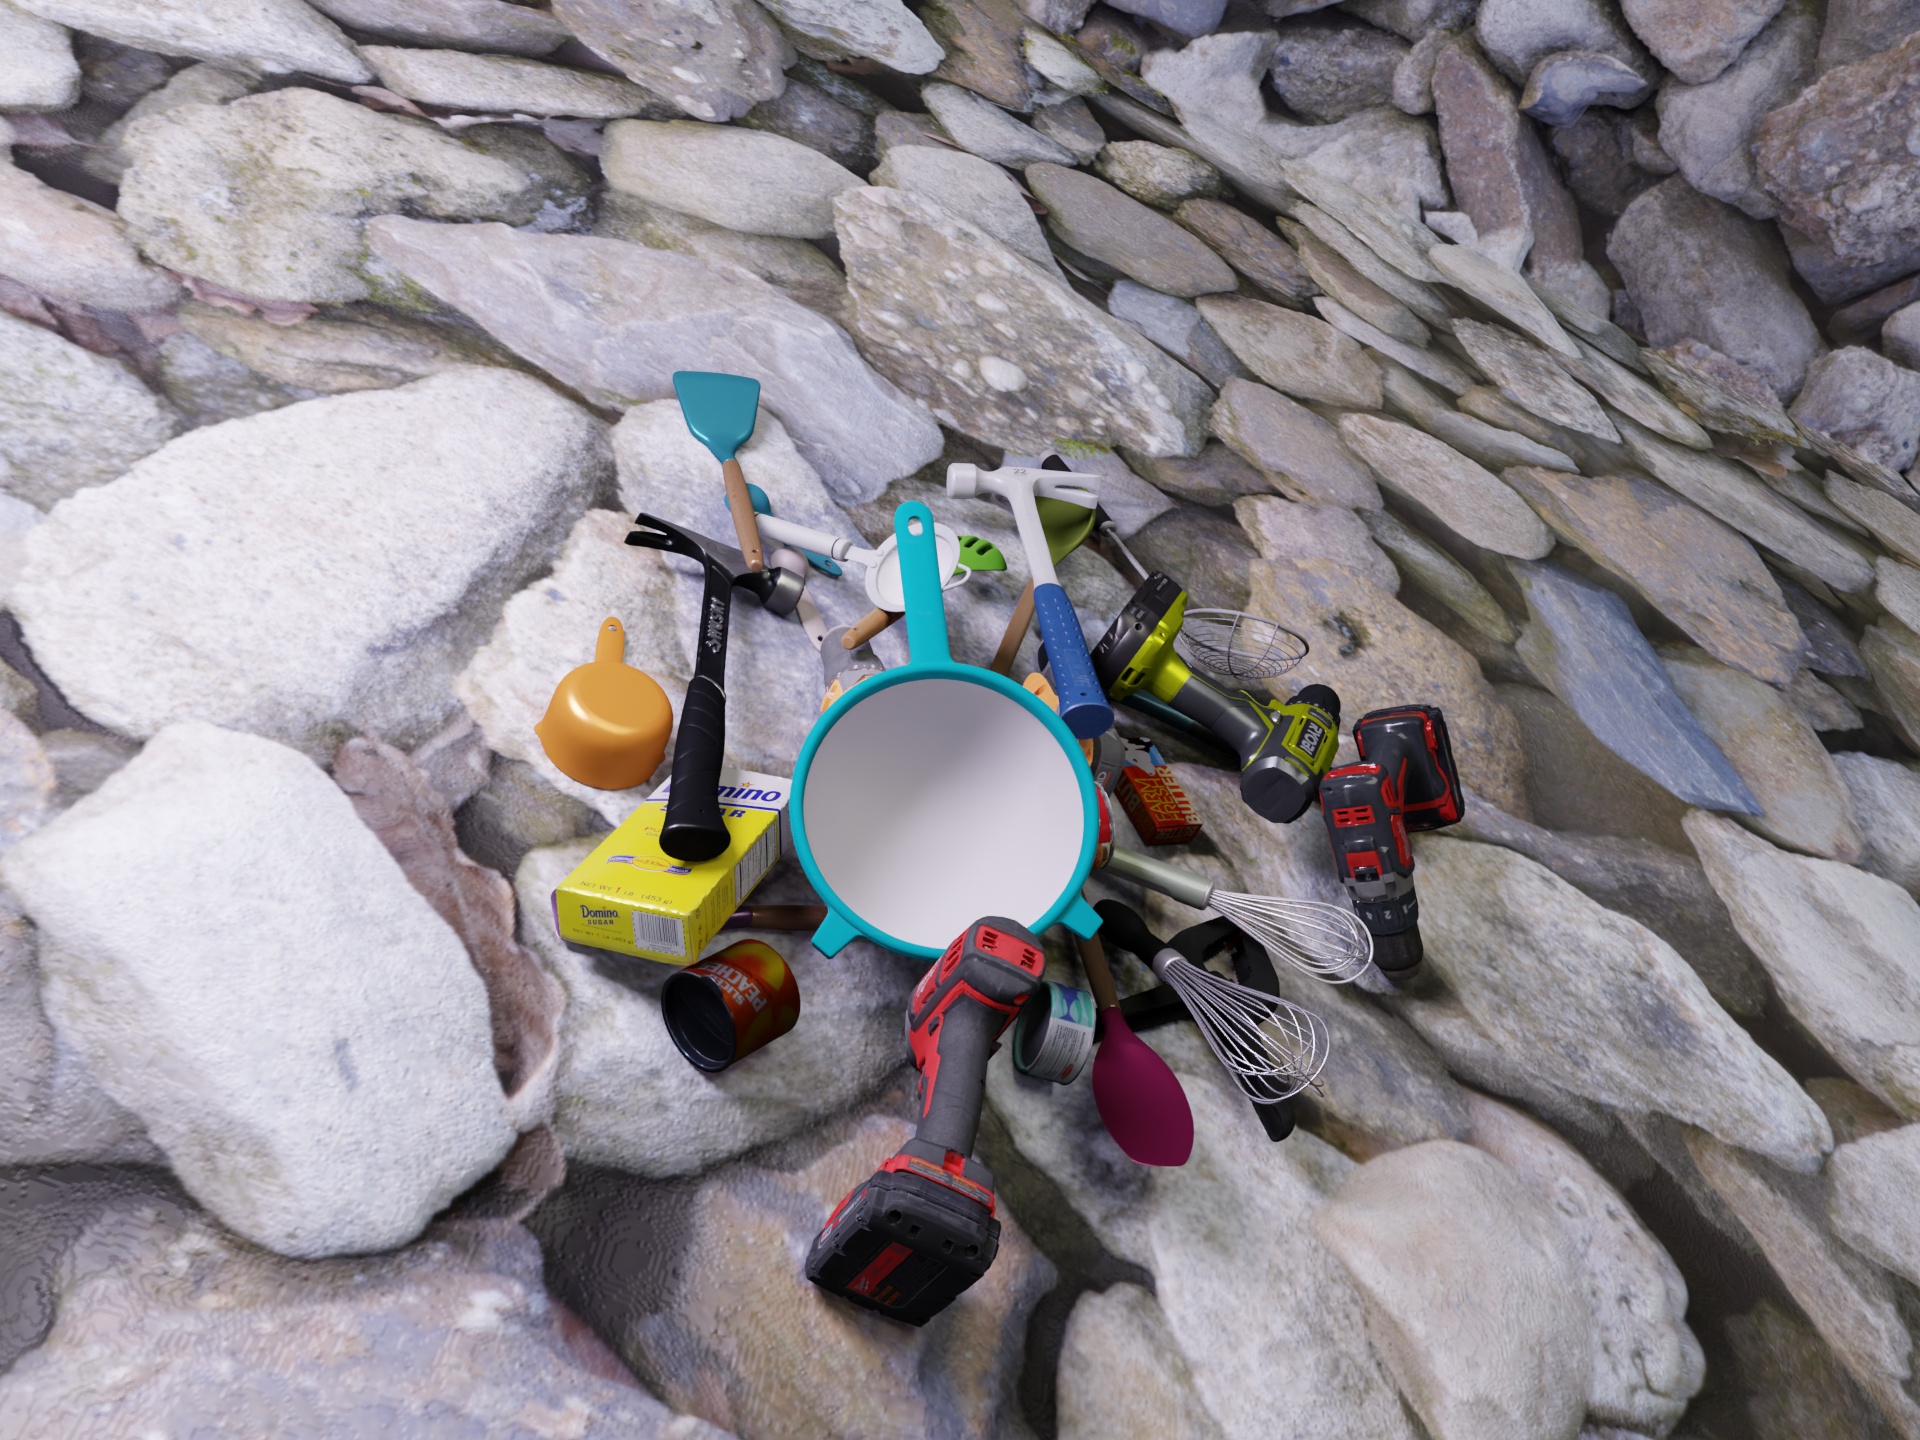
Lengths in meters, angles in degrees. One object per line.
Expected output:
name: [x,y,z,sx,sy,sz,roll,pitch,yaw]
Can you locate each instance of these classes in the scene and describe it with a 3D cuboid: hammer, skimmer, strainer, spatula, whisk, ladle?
hammer: [0.080,-0.117,1.364,0.144,0.035,0.406,1,36,-8]
skimmer: [0.202,-0.170,1.582,0.364,0.090,0.127,55,11,31]
strainer: [-0.090,-0.140,1.322,0.259,0.050,0.087,20,71,30]
spatula: [-0.196,-0.218,1.375,0.082,0.044,0.318,2,34,-18]
whisk: [0.163,0.186,1.107,0.070,0.070,0.285,10,12,-26]
spatula: [-0.121,0.133,1.084,0.315,0.018,0.060,6,42,-28]
whisk: [0.199,0.140,1.231,0.246,0.057,0.059,20,76,15]
hammer: [-0.184,-0.033,1.138,0.149,0.036,0.409,25,26,-19]
hammer: [0.220,0.004,1.447,0.331,0.033,0.128,24,37,-10]
ladle: [0.062,-0.122,1.463,0.078,0.062,0.320,0,37,20]
strainer: [-0.023,0.014,1.128,0.211,0.095,0.341,-2,68,-11]

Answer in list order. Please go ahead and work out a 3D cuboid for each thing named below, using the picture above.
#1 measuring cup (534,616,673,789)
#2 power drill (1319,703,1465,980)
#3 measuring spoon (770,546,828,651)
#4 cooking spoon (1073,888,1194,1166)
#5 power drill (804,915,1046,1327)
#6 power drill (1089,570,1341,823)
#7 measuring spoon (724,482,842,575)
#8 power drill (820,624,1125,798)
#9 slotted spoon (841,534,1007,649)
measuring cup: [-0.250,-0.031,1.148,0.095,0.052,0.174,14,43,-21]
power drill: [0.375,0.098,1.372,0.227,0.080,0.187,-40,116,-58]
measuring spoon: [-0.129,-0.105,1.342,0.034,0.018,0.124,2,47,-33]
cooking spoon: [0.101,0.190,1.132,0.068,0.017,0.319,9,33,-17]
power drill: [-0.016,0.235,0.953,0.078,0.143,0.220,26,44,-9]
power drill: [0.234,-0.028,1.404,0.228,0.080,0.191,37,36,3]
measuring spoon: [-0.151,-0.171,1.395,0.129,0.021,0.042,37,38,10]
power drill: [-0.002,-0.004,1.270,0.226,0.084,0.186,5,36,-23]
slotted spoon: [-0.031,-0.113,1.364,0.070,0.031,0.314,20,26,14]
